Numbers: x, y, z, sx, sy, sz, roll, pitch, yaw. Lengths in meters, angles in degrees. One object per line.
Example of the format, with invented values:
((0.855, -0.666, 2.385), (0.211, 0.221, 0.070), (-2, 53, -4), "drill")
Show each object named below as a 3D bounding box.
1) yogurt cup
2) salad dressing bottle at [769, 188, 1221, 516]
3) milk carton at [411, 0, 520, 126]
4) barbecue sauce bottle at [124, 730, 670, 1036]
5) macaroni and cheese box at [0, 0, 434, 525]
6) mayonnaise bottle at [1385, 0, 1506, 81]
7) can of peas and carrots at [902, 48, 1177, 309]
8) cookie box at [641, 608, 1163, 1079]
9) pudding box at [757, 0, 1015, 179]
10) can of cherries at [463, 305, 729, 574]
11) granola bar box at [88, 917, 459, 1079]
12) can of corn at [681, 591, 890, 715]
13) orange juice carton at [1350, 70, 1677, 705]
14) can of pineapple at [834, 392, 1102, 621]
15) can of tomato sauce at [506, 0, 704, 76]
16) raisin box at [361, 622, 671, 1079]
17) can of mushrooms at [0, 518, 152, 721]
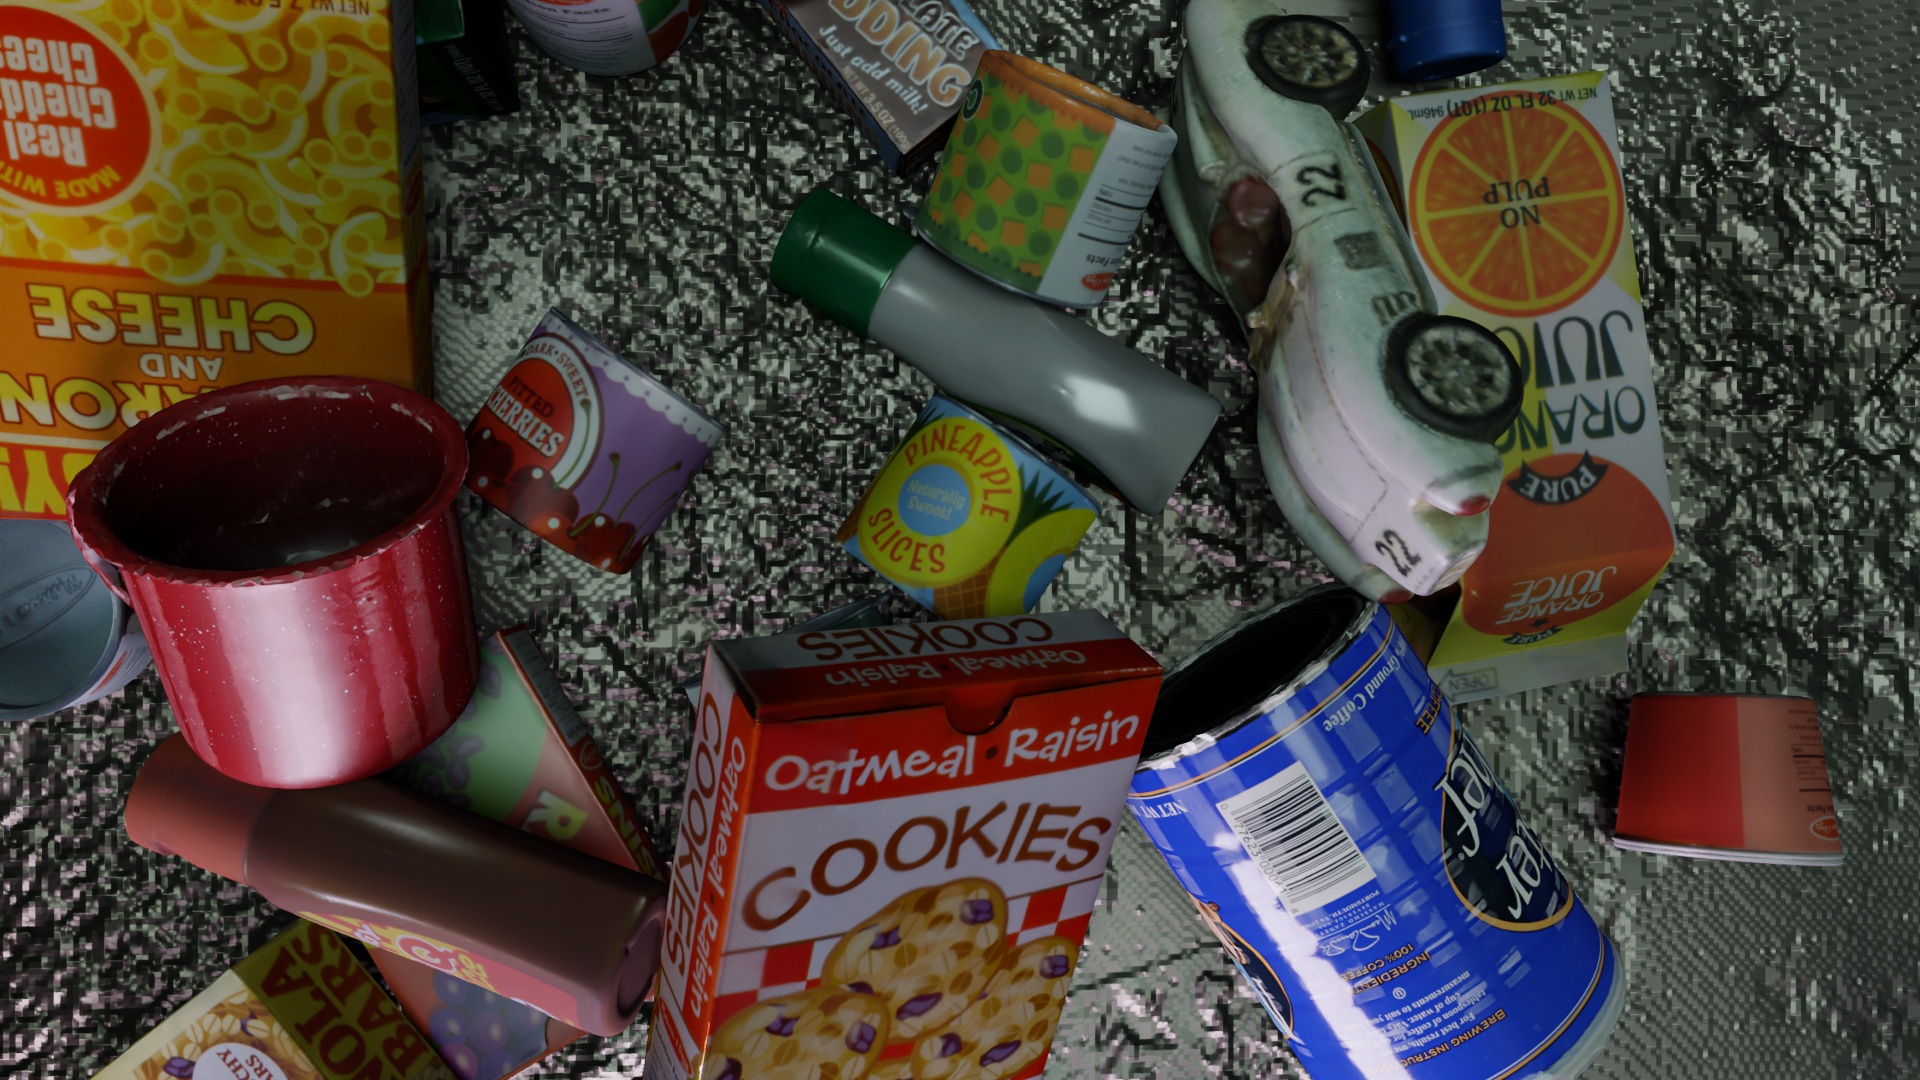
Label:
((0.256, 0.079, 0.466), (0.072, 0.072, 0.054), (4, 82, -5), "yogurt cup")
((0.010, -0.062, 0.448), (0.148, 0.064, 0.044), (31, 98, 4), "salad dressing bottle")
((-0.242, -0.159, 0.419), (0.191, 0.072, 0.073), (-11, 91, -6), "milk carton")
((-0.158, 0.093, 0.393), (0.148, 0.064, 0.044), (19, 64, 5), "barbecue sauce bottle")
((-0.217, -0.081, 0.390), (0.124, 0.040, 0.165), (2, 122, -12), "macaroni and cheese box")
((0.155, -0.231, 0.459), (0.041, 0.065, 0.148), (-7, 95, -8), "mayonnaise bottle")
((0.024, -0.115, 0.436), (0.071, 0.071, 0.058), (23, 114, -5), "can of peas and carrots")
((-0.019, 0.103, 0.397), (0.123, 0.040, 0.166), (-3, 118, -31), "cookie box")
((-0.026, -0.169, 0.458), (0.050, 0.030, 0.083), (-39, 93, -5), "pudding box")
((-0.117, -0.031, 0.430), (0.071, 0.071, 0.058), (35, 89, -4), "can of cherries")
((-0.193, 0.212, 0.422), (0.124, 0.039, 0.165), (-37, 93, 17), "granola bar box")
((-0.043, 0.056, 0.438), (0.071, 0.071, 0.058), (-24, 93, -4), "can of corn")
((0.172, -0.045, 0.453), (0.072, 0.073, 0.192), (-9, 91, -6), "orange juice carton")
((0.002, -0.006, 0.441), (0.071, 0.071, 0.058), (35, 88, -4), "can of pineapple")
((-0.113, -0.189, 0.424), (0.071, 0.083, 0.071), (0, 90, -5), "can of tomato sauce")
((-0.148, 0.101, 0.443), (0.086, 0.040, 0.123), (-30, 93, -5), "raisin box")
((-0.289, 0.019, 0.434), (0.071, 0.033, 0.071), (0, 91, -4), "can of mushrooms")
